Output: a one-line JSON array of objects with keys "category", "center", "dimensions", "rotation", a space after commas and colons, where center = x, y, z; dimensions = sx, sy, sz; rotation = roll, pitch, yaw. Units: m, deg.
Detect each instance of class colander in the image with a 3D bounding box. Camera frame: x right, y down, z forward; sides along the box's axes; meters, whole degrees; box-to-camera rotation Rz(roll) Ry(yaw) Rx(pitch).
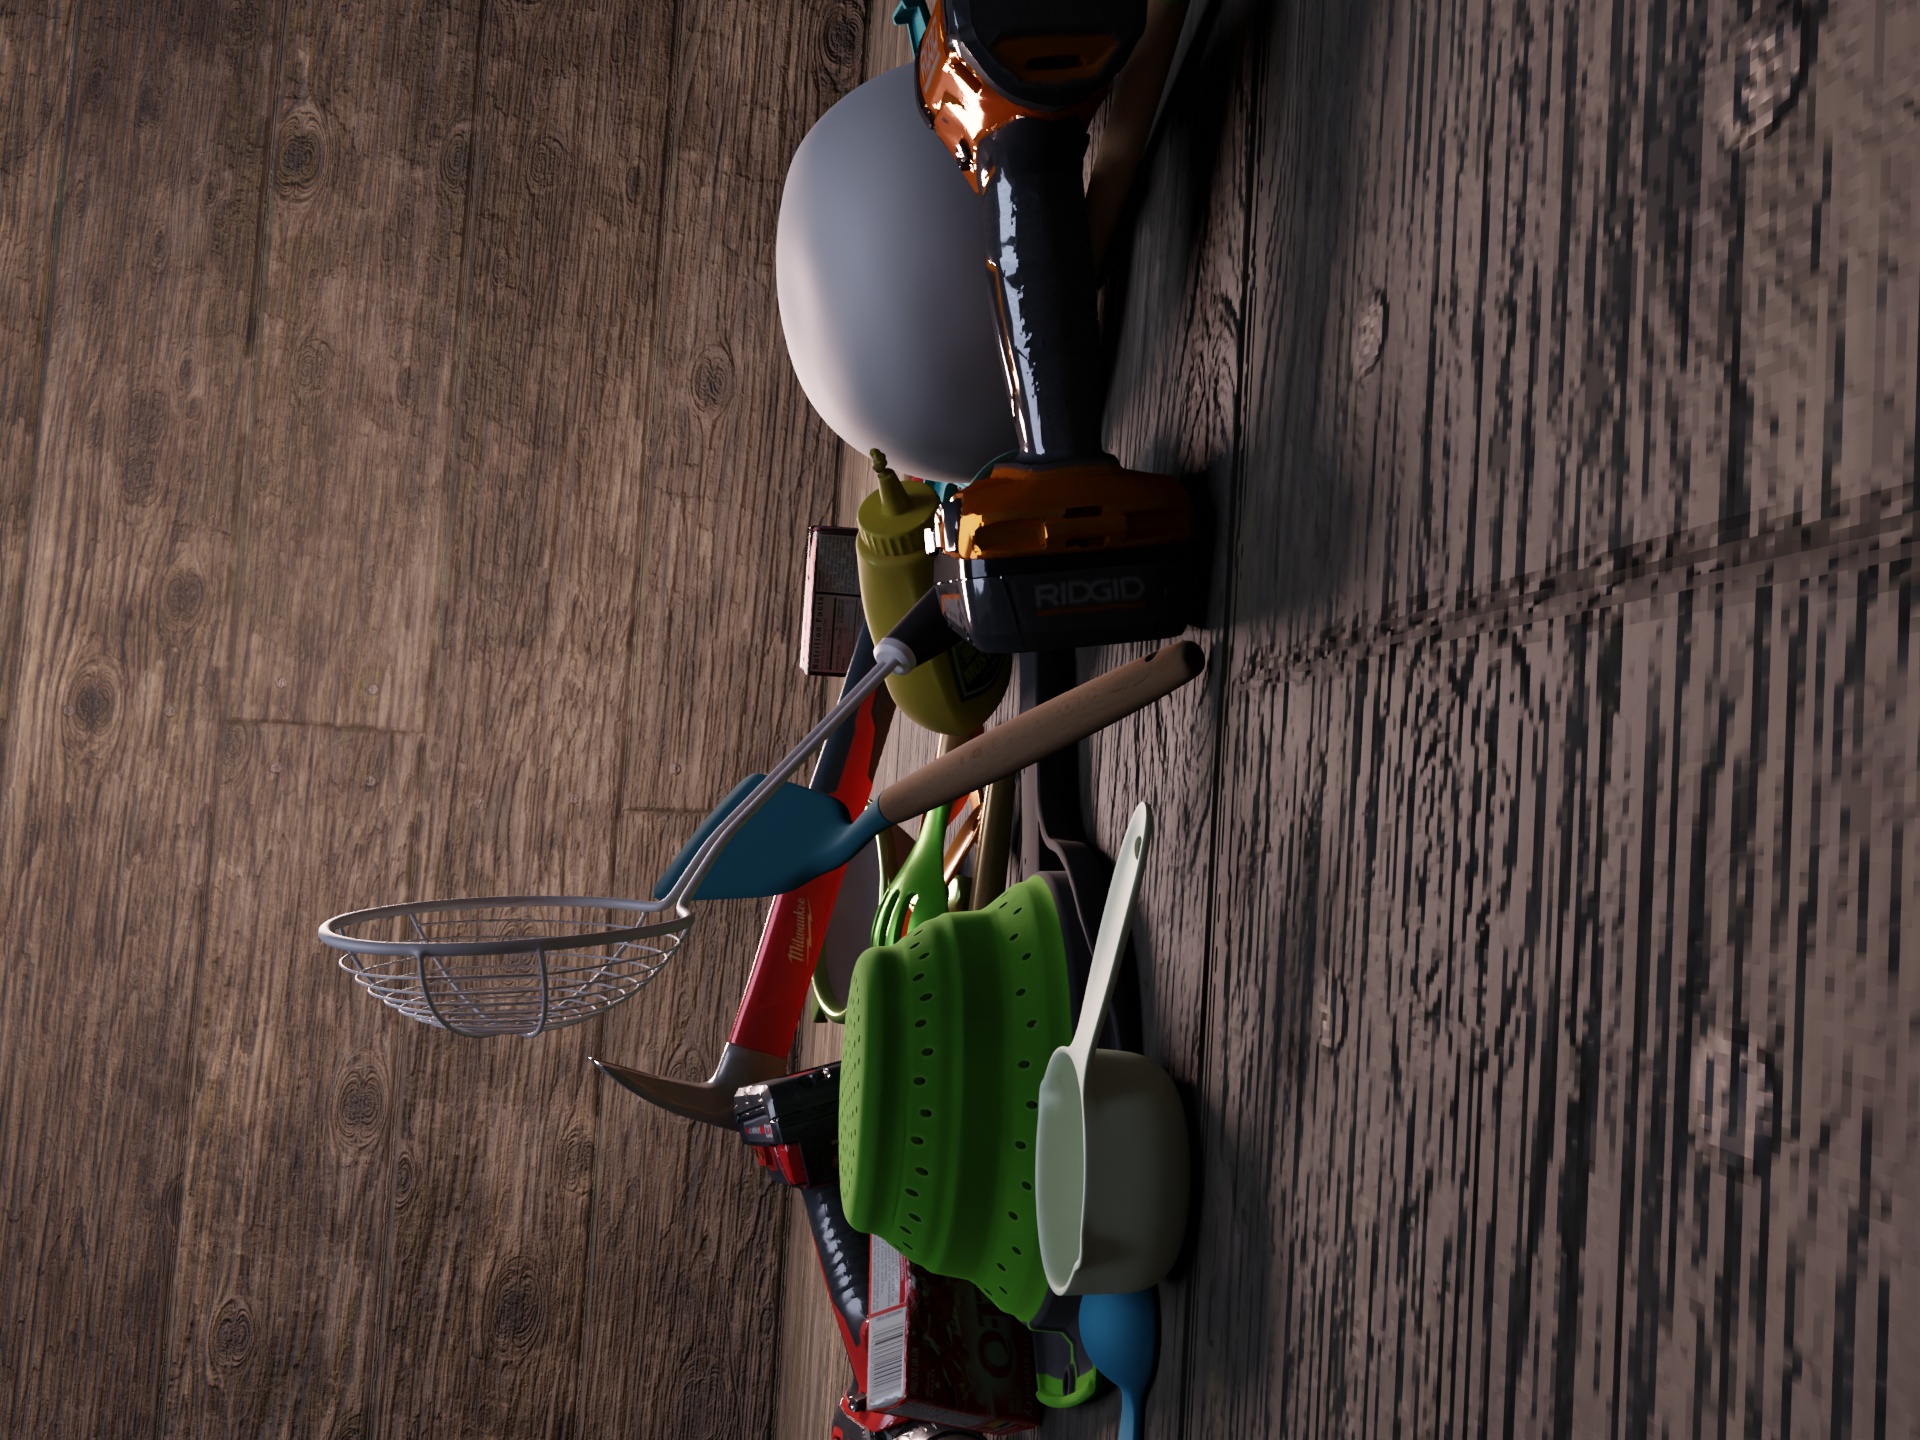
[{"category": "colander", "center": [0.001, 0.075, 0.674], "dimensions": [0.204, 0.094, 0.397], "rotation": [110, 162, -63]}]

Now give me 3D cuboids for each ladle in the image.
[{"category": "ladle", "center": [0.059, -0.245, 0.577], "dimensions": [0.320, 0.062, 0.078], "rotation": [109, 155, -71]}, {"category": "ladle", "center": [0.006, 0.165, 0.809], "dimensions": [0.069, 0.031, 0.315], "rotation": [-124, 38, -70]}]

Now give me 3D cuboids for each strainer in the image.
[{"category": "strainer", "center": [-0.027, 0.122, 1.028], "dimensions": [0.256, 0.069, 0.151], "rotation": [160, 117, -63]}, {"category": "strainer", "center": [-0.039, -0.155, 0.775], "dimensions": [0.340, 0.095, 0.211], "rotation": [100, 152, -42]}]

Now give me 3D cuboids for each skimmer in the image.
[{"category": "skimmer", "center": [-0.079, -0.009, 0.629], "dimensions": [0.127, 0.363, 0.090], "rotation": [0, 130, 53]}]

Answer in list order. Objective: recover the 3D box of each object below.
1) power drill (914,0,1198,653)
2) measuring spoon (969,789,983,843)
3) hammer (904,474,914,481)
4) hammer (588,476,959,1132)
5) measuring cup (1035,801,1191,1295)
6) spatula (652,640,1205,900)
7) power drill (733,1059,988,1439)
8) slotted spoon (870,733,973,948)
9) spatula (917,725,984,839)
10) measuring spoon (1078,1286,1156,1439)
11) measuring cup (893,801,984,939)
[{"category": "power drill", "center": [0.024, -0.145, 0.560], "dimensions": [0.164, 0.084, 0.226], "rotation": [-129, 34, -79]}, {"category": "measuring spoon", "center": [0.005, 0.044, 0.968], "dimensions": [0.117, 0.011, 0.021], "rotation": [-104, 20, -66]}, {"category": "hammer", "center": [-0.035, -0.190, 1.306], "dimensions": [0.130, 0.031, 0.331], "rotation": [115, 158, -68]}, {"category": "hammer", "center": [-0.082, 0.036, 0.898], "dimensions": [0.038, 0.143, 0.386], "rotation": [-6, 65, 64]}, {"category": "measuring cup", "center": [0.055, 0.102, 0.488], "dimensions": [0.083, 0.038, 0.167], "rotation": [-104, 21, -66]}, {"category": "spatula", "center": [-0.021, 0.020, 0.624], "dimensions": [0.317, 0.044, 0.082], "rotation": [-28, 20, 51]}, {"category": "power drill", "center": [-0.036, 0.279, 0.771], "dimensions": [0.188, 0.080, 0.227], "rotation": [142, 115, -68]}, {"category": "slotted spoon", "center": [-0.001, -0.003, 0.834], "dimensions": [0.070, 0.031, 0.314], "rotation": [-5, 70, 59]}, {"category": "spatula", "center": [-0.013, -0.004, 1.019], "dimensions": [0.323, 0.041, 0.081], "rotation": [-107, 29, -72]}, {"category": "measuring spoon", "center": [0.046, 0.241, 0.523], "dimensions": [0.042, 0.021, 0.128], "rotation": [164, 111, -82]}, {"category": "measuring cup", "center": [-0.001, 0.116, 0.865], "dimensions": [0.095, 0.052, 0.173], "rotation": [-98, 30, -55]}]
